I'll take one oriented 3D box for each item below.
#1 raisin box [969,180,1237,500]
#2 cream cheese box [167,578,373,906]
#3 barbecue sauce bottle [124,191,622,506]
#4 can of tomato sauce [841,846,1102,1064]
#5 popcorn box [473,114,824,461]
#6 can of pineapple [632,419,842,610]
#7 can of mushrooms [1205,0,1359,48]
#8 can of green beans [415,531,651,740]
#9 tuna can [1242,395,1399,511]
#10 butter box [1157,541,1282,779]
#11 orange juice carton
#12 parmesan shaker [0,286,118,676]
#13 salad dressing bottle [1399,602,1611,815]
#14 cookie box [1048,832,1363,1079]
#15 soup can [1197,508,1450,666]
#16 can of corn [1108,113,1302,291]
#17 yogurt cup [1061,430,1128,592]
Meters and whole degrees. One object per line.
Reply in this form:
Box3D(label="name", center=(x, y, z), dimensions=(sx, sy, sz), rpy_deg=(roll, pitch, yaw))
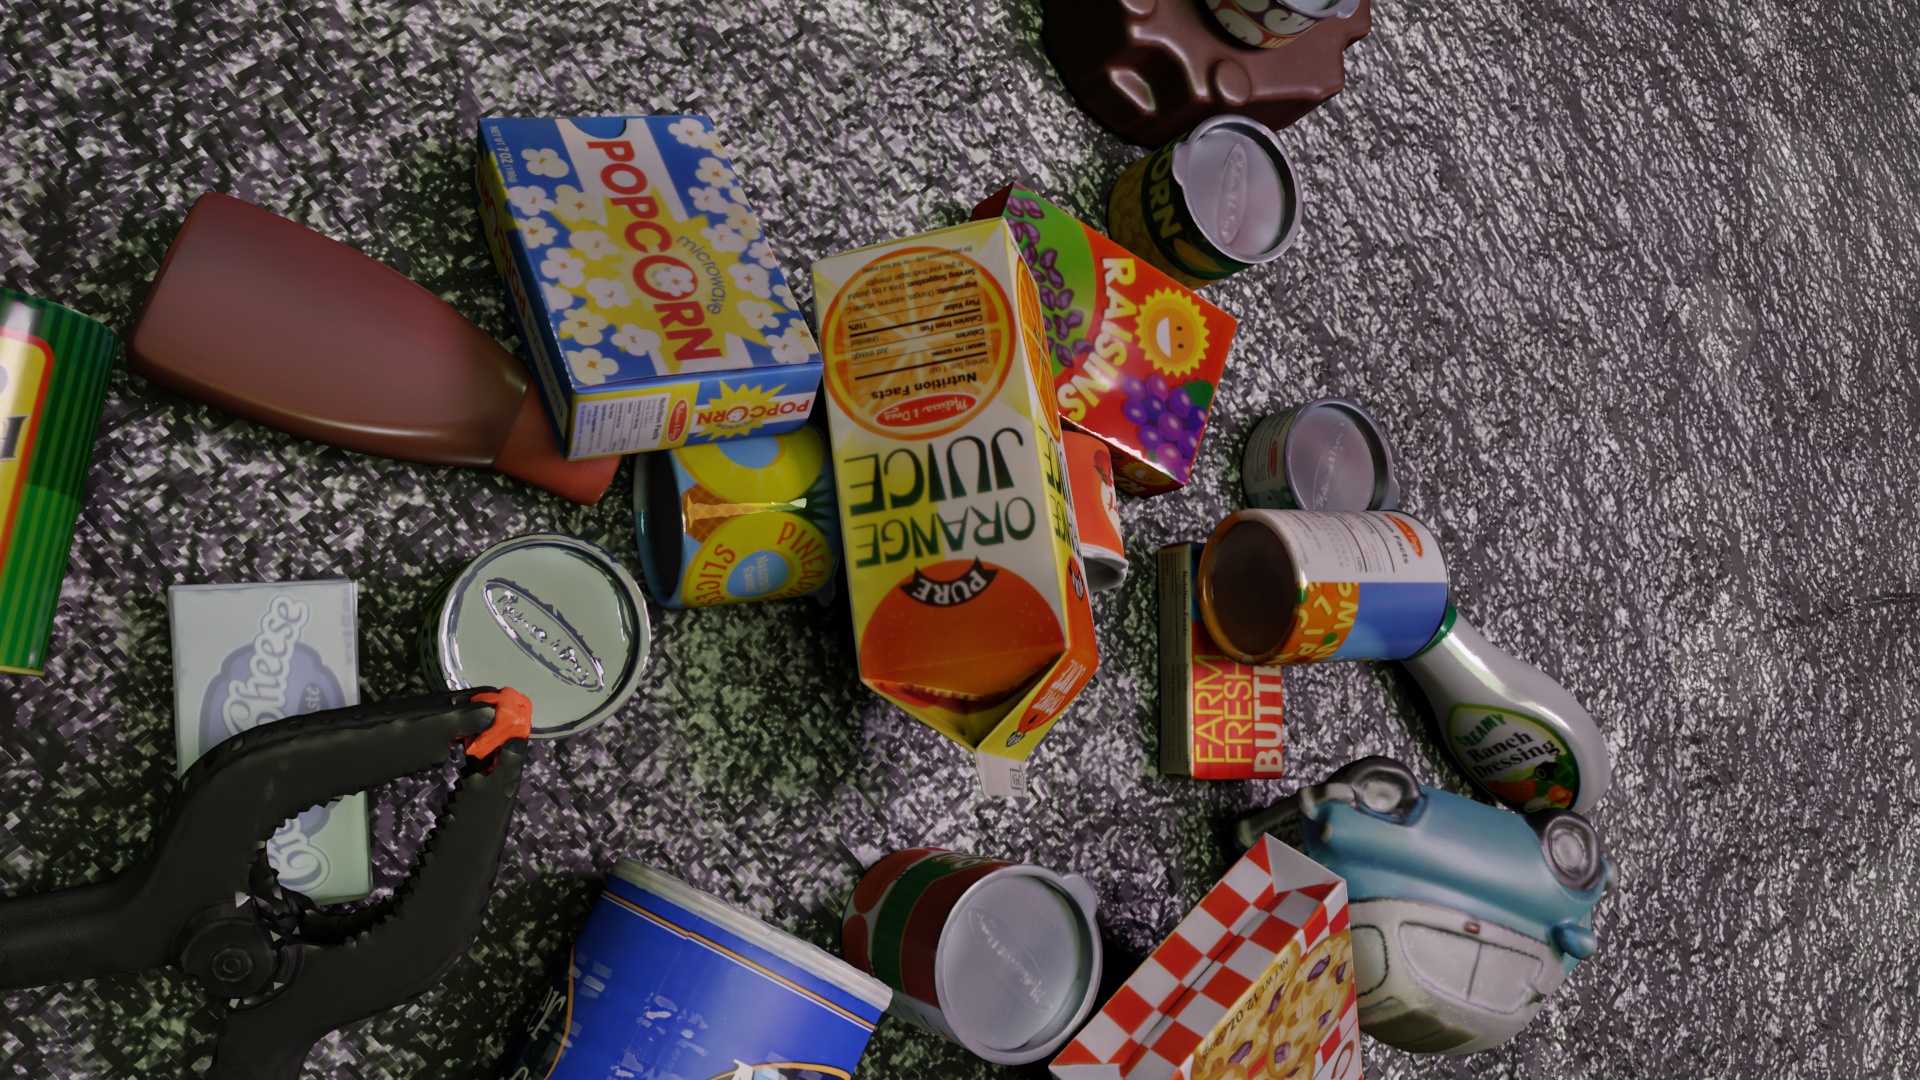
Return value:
Box3D(label="raisin box", center=(0.051, -0.082, 0.593), dimensions=(0.123, 0.040, 0.086), rpy_deg=(26, 71, -22))
Box3D(label="cream cheese box", center=(-0.217, 0.064, 0.438), dimensions=(0.053, 0.024, 0.104), rpy_deg=(-3, 85, -27))
Box3D(label="barbecue sauce bottle", center=(-0.185, -0.055, 0.461), dimensions=(0.148, 0.043, 0.065), rpy_deg=(23, 71, -24))
Box3D(label="can of tomato sauce", center=(0.003, 0.147, 0.511), dimensions=(0.071, 0.083, 0.071), rpy_deg=(4, 82, -28))
Box3D(label="popcorn box", center=(-0.110, -0.090, 0.478), dimensions=(0.085, 0.038, 0.127), rpy_deg=(-11, 59, -28))
Box3D(label="can of pineapple", center=(-0.080, -0.009, 0.496), dimensions=(0.058, 0.071, 0.071), rpy_deg=(-5, 86, -28))
Box3D(label="can of mushrooms", center=(0.137, -0.248, 0.600), dimensions=(0.071, 0.033, 0.071), rpy_deg=(6, 78, -29))
Box3D(label="can of green beans", center=(-0.143, 0.033, 0.463), dimensions=(0.071, 0.057, 0.071), rpy_deg=(4, 82, -28))
Box3D(label="tuna can", center=(0.169, -0.031, 0.652), dimensions=(0.071, 0.032, 0.071), rpy_deg=(4, 82, -27))
Box3D(label="butter box", center=(0.116, 0.054, 0.617), dimensions=(0.053, 0.024, 0.103), rpy_deg=(5, 81, -27))
Box3D(label="orange juice carton", center=(0.002, -0.006, 0.490), dimensions=(0.073, 0.071, 0.193), rpy_deg=(-11, 78, 11))
Box3D(label="parmesan shaker", center=(-0.287, -0.017, 0.389), dimensions=(0.071, 0.071, 0.103), rpy_deg=(11, 78, -27))
Box3D(label="salad dressing bottle", center=(0.247, 0.071, 0.667), dimensions=(0.147, 0.064, 0.044), rpy_deg=(46, 47, -6))
Box3D(label="cookie box", center=(0.103, 0.212, 0.536), dimensions=(0.123, 0.040, 0.166), rpy_deg=(-39, 134, -26))
Box3D(label="soup can", center=(0.152, 0.022, 0.590), dimensions=(0.084, 0.071, 0.071), rpy_deg=(0, 83, -29))
Box3D(label="can of corn", center=(0.106, -0.149, 0.620), dimensions=(0.071, 0.058, 0.071), rpy_deg=(4, 82, -28))
Box3D(label="yogurt cup", center=(0.033, -0.011, 0.561), dimensions=(0.072, 0.072, 0.054), rpy_deg=(10, 71, -27))
